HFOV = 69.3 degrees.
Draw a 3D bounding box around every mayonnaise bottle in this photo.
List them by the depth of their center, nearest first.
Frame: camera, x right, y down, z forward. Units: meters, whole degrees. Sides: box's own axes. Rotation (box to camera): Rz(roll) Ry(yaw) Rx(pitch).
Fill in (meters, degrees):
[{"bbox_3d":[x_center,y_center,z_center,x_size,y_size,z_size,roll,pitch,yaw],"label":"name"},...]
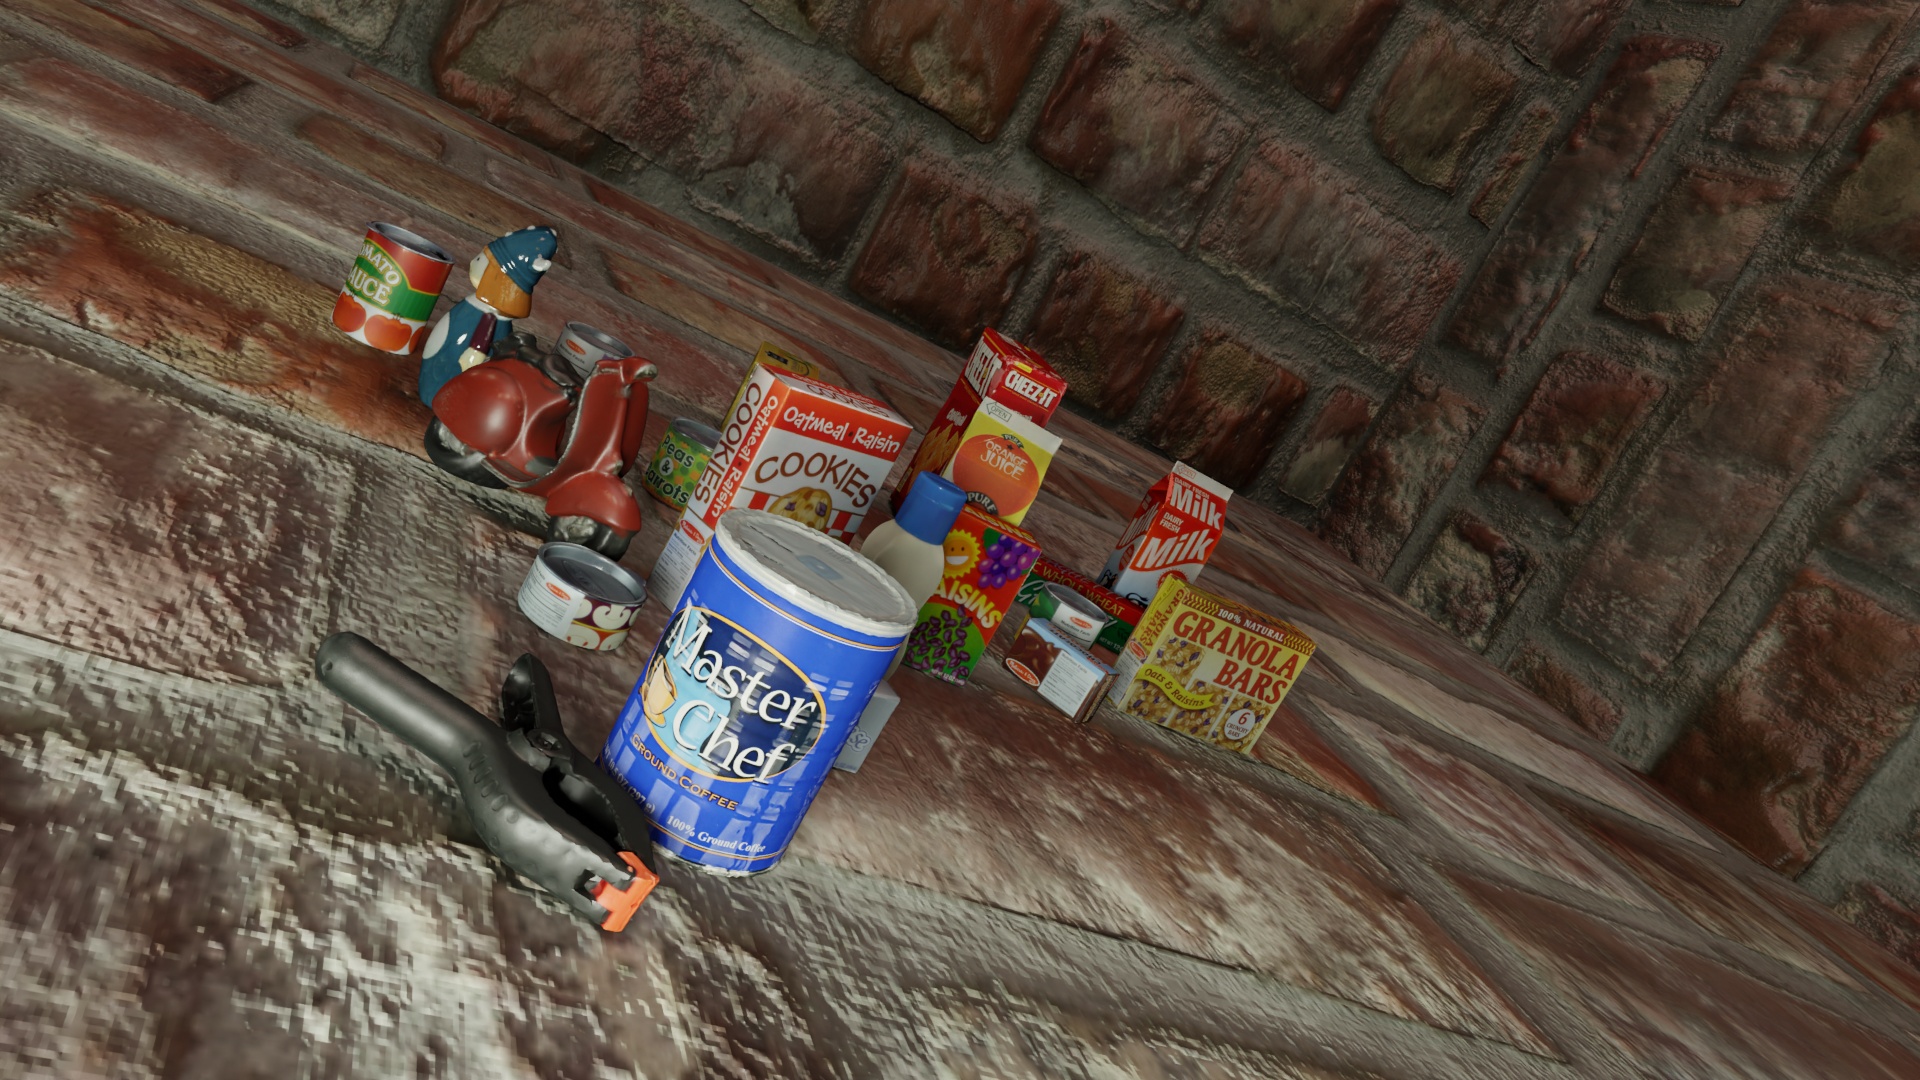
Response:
[{"bbox_3d":[-0.045,0.025,0.932,0.065,0.147,0.041,23,13,-28],"label":"mayonnaise bottle"}]

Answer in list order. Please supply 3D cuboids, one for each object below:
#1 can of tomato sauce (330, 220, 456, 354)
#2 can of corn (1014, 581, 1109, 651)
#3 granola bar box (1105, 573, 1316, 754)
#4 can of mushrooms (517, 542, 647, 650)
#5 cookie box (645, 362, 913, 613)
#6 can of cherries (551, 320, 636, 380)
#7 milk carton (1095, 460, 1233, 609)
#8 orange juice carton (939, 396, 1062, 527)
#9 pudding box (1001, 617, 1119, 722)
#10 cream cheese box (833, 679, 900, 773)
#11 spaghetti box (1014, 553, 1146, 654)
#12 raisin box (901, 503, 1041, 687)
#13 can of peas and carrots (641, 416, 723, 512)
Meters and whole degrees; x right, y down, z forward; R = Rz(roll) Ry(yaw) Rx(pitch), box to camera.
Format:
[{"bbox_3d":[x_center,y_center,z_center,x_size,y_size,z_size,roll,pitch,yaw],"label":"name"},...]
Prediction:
[{"bbox_3d":[-0.443,-0.196,1.080,0.071,0.083,0.071,28,12,-6],"label":"can of tomato sauce"},{"bbox_3d":[0.089,0.077,1.239,0.071,0.058,0.071,28,12,-6],"label":"can of corn"},{"bbox_3d":[0.222,0.113,1.241,0.165,0.124,0.039,22,14,-31],"label":"granola bar box"},{"bbox_3d":[-0.214,0.032,0.793,0.071,0.033,0.071,28,12,-6],"label":"can of mushrooms"},{"bbox_3d":[-0.119,-0.026,0.926,0.040,0.167,0.123,38,14,35],"label":"cookie box"},{"bbox_3d":[-0.326,-0.151,1.221,0.071,0.058,0.071,28,12,-6],"label":"can of cherries"},{"bbox_3d":[0.207,0.015,1.448,0.072,0.190,0.073,27,12,-12],"label":"milk carton"},{"bbox_3d":[0.004,-0.014,1.096,0.072,0.192,0.073,29,12,-4],"label":"orange juice carton"},{"bbox_3d":[0.081,0.105,1.130,0.084,0.049,0.030,35,13,26],"label":"pudding box"},{"bbox_3d":[-0.089,0.094,0.777,0.104,0.053,0.024,20,15,-36],"label":"cream cheese box"},{"bbox_3d":[0.122,0.065,1.382,0.250,0.050,0.029,28,12,-7],"label":"spaghetti box"},{"bbox_3d":[-0.007,0.036,1.031,0.086,0.123,0.040,25,12,-21],"label":"raisin box"},{"bbox_3d":[-0.212,-0.058,1.100,0.071,0.058,0.071,28,12,-6],"label":"can of peas and carrots"}]
